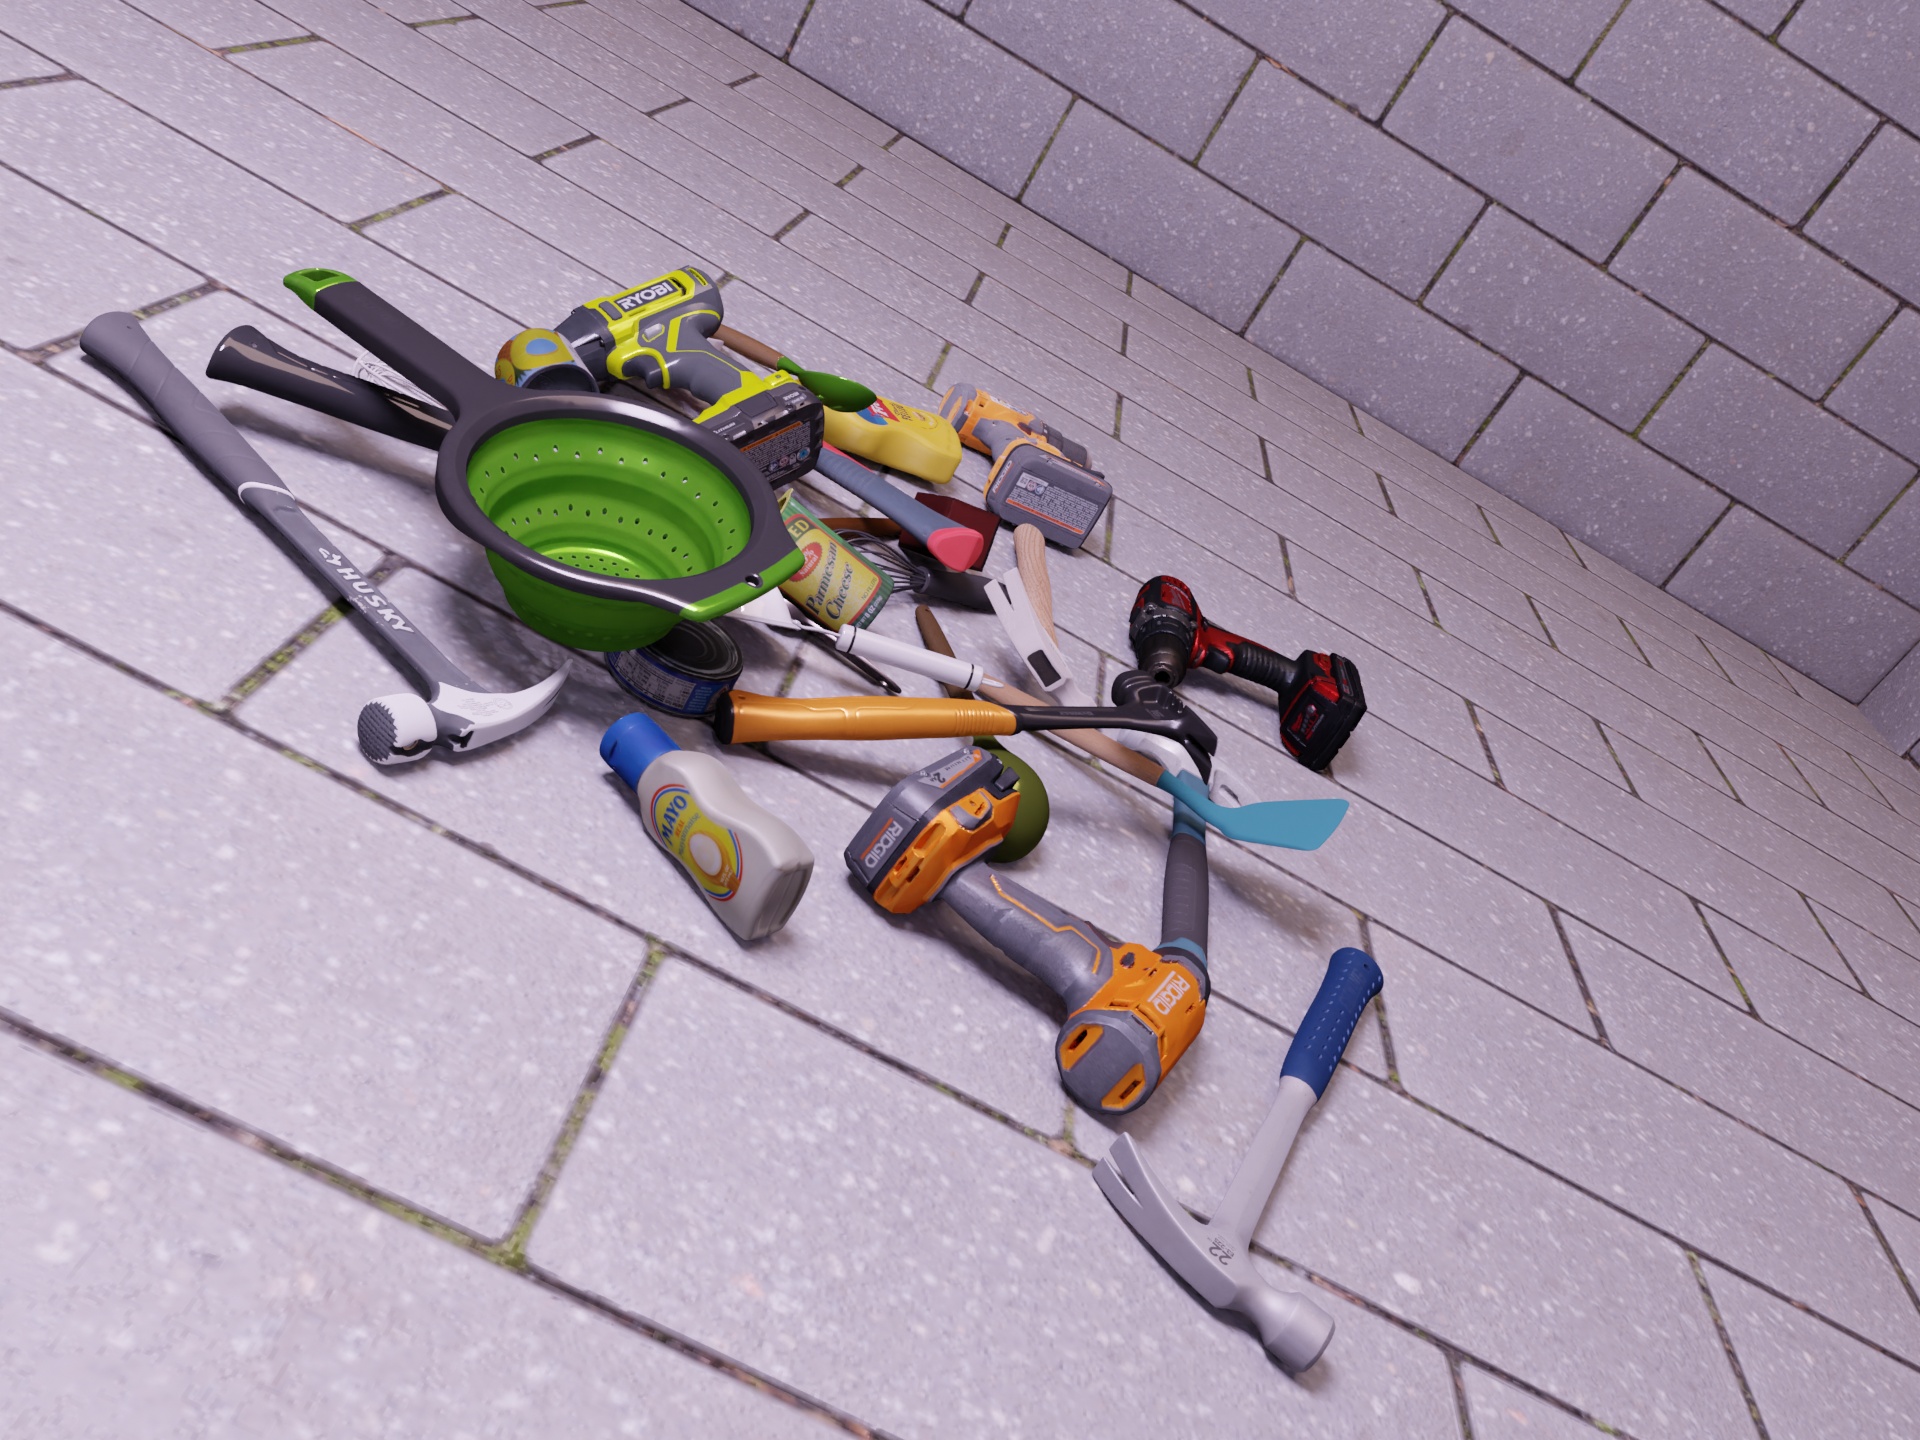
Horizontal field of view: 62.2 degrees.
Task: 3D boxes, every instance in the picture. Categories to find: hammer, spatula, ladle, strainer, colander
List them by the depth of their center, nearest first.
[{"bbox_3d":[-0.395,-0.122,0.944,0.409,0.036,0.149,42,27,19],"label":"hammer"},{"bbox_3d":[0.203,0.231,0.990,0.144,0.035,0.405,38,27,11],"label":"hammer"},{"bbox_3d":[-0.284,-0.155,0.999,0.397,0.094,0.204,35,40,16],"label":"colander"},{"bbox_3d":[0.005,0.002,1.060,0.336,0.034,0.127,0,25,-22],"label":"hammer"},{"bbox_3d":[-0.325,-0.182,1.066,0.334,0.035,0.146,17,48,-30],"label":"hammer"},{"bbox_3d":[-0.088,-0.063,1.126,0.258,0.050,0.087,17,3,-14],"label":"strainer"},{"bbox_3d":[-0.002,-0.004,1.178,0.078,0.062,0.320,15,24,-21],"label":"ladle"},{"bbox_3d":[0.167,0.100,1.181,0.128,0.033,0.331,29,27,-5],"label":"hammer"},{"bbox_3d":[0.133,0.022,1.202,0.318,0.044,0.082,28,36,19],"label":"spatula"},{"bbox_3d":[-0.126,-0.150,1.304,0.081,0.041,0.322,43,24,17],"label":"spatula"},{"bbox_3d":[-0.130,-0.241,1.384,0.386,0.038,0.143,35,24,21],"label":"hammer"},{"bbox_3d":[0.065,-0.110,1.395,0.130,0.031,0.331,55,14,-21],"label":"hammer"}]

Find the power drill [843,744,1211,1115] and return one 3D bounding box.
[{"bbox_3d":[0.055,0.121,0.972,0.226,0.084,0.164,43,27,12],"label":"power drill"}]

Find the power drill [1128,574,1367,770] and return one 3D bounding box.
[{"bbox_3d":[0.259,-0.043,1.481,0.226,0.080,0.188,27,26,-5],"label":"power drill"}]

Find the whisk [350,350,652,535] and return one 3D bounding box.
[{"bbox_3d":[-0.317,-0.190,1.136,0.246,0.059,0.058,30,-4,-15],"label":"whisk"}]

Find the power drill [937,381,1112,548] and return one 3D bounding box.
[{"bbox_3d":[0.084,-0.265,1.671,0.185,0.084,0.226,19,25,-28],"label":"power drill"}]

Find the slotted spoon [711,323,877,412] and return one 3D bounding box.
[{"bbox_3d":[-0.175,-0.335,1.475,0.070,0.031,0.314,20,11,-42],"label":"slotted spoon"}]

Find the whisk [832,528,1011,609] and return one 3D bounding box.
[{"bbox_3d":[-0.035,-0.119,1.325,0.238,0.055,0.055,7,36,-49],"label":"whisk"}]

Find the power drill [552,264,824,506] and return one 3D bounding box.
[{"bbox_3d":[-0.230,-0.272,1.298,0.171,0.080,0.223,-31,61,-26],"label":"power drill"}]

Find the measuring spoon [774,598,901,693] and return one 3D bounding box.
[{"bbox_3d":[-0.097,-0.052,1.171,0.124,0.018,0.034,35,-16,-6],"label":"measuring spoon"}]
